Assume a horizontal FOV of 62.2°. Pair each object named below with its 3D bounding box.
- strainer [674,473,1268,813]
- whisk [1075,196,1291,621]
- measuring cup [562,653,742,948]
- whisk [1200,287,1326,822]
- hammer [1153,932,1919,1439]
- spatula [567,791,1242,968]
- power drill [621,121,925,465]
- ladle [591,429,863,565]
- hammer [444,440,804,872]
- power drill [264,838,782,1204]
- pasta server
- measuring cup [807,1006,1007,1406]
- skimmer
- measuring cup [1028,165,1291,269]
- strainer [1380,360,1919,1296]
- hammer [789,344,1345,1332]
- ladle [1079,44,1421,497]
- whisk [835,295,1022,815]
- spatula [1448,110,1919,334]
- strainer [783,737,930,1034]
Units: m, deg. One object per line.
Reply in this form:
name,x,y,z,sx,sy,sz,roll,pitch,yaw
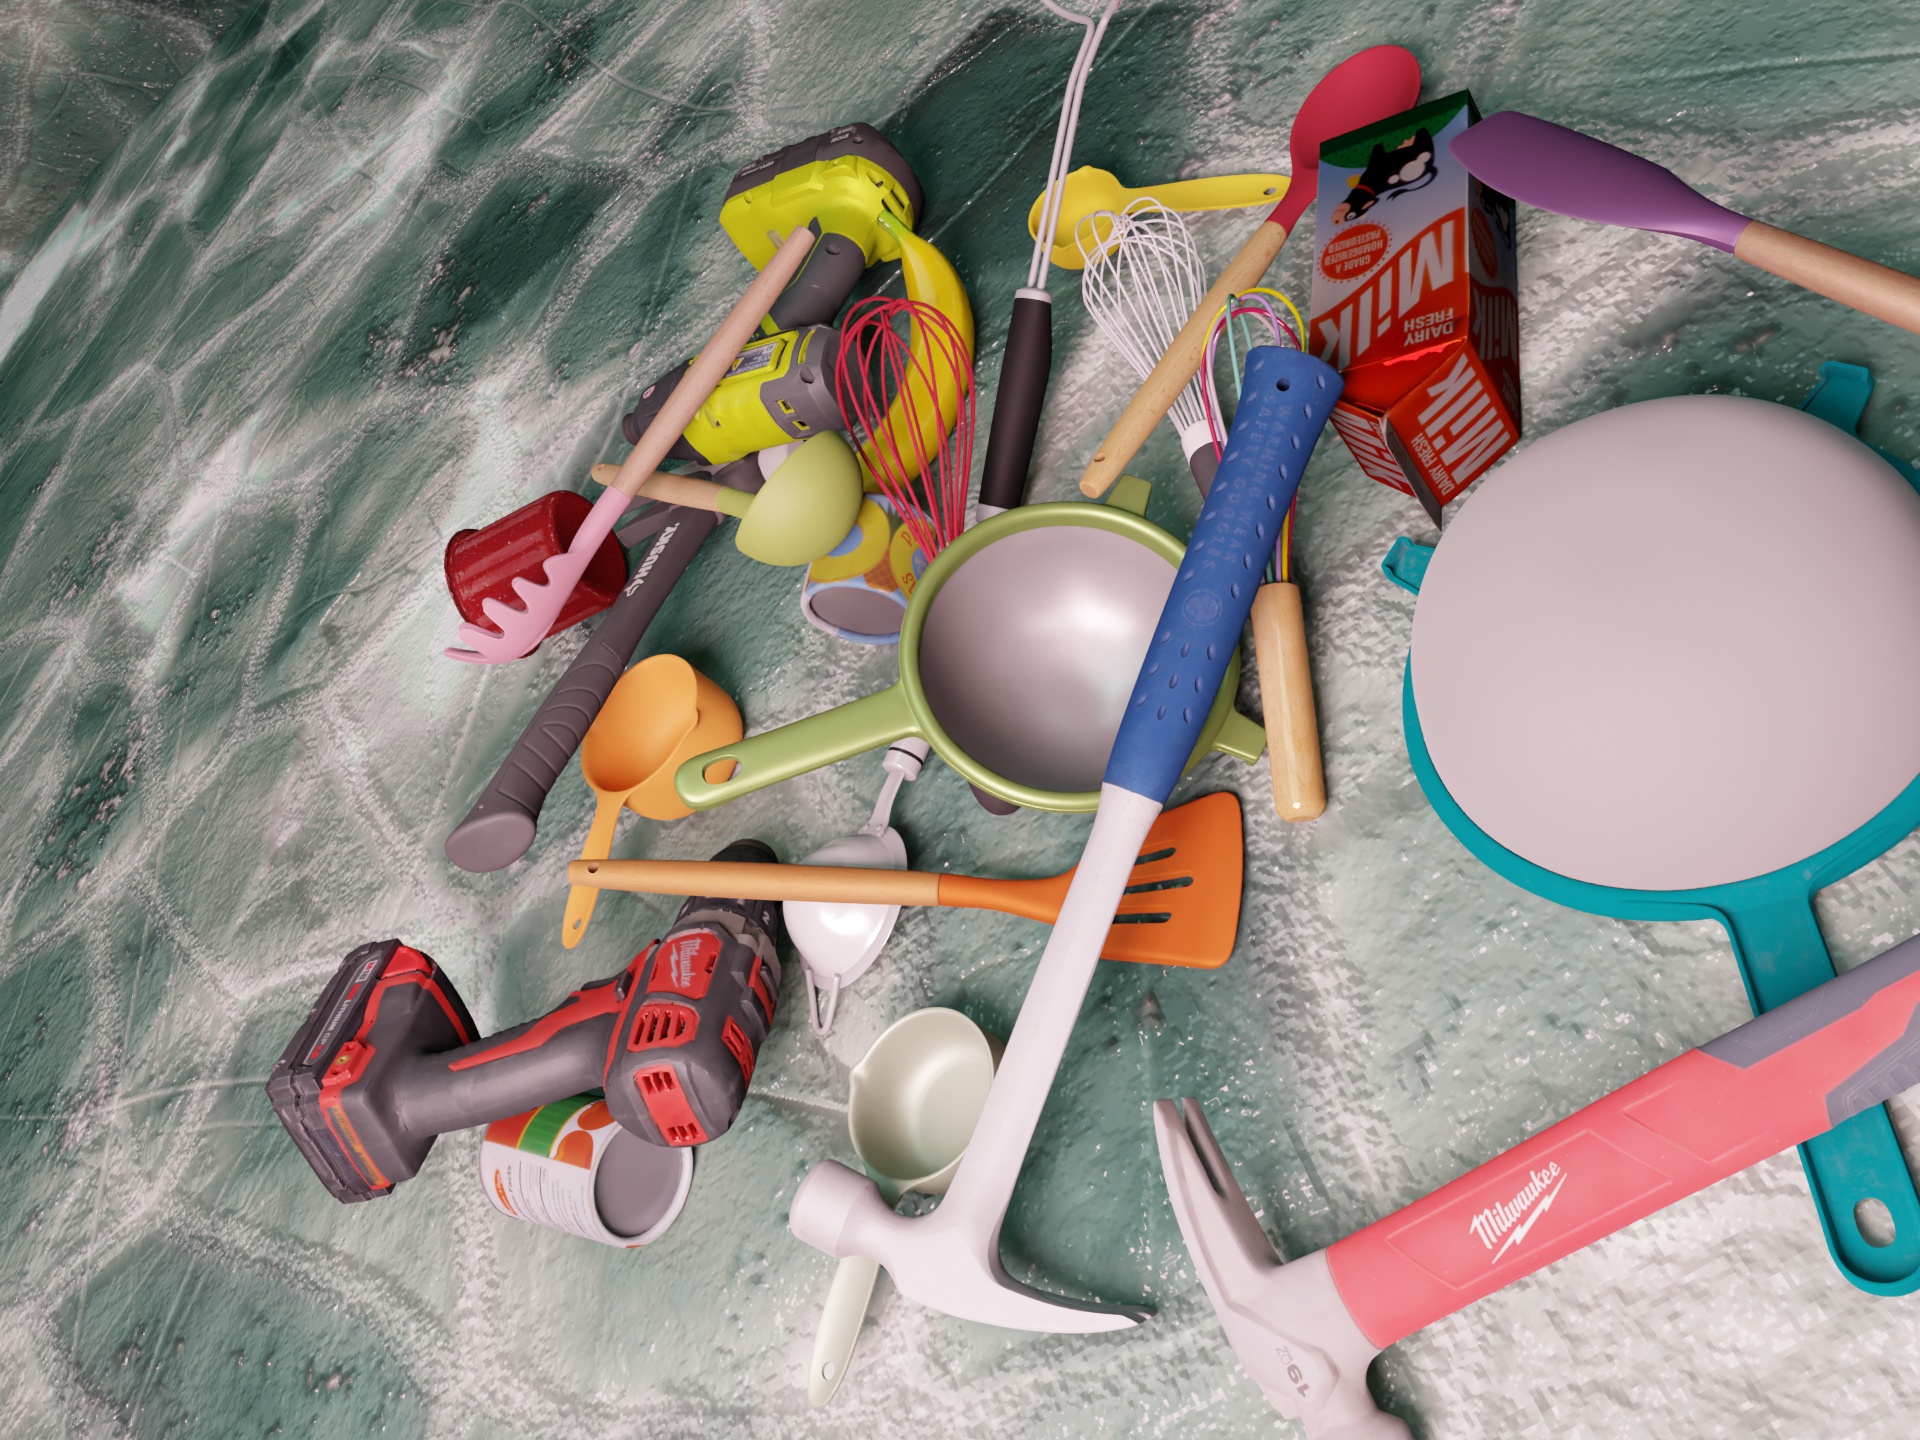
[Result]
strainer,-0.001,-0.002,0.720,0.256,0.069,0.152,-20,68,-6
whisk,0.114,-0.159,0.788,0.070,0.070,0.285,-29,54,22
measuring cup,-0.175,0.051,0.886,0.095,0.052,0.174,-3,64,38
whisk,0.136,-0.078,0.687,0.047,0.051,0.245,-6,75,10
hammer,0.230,0.094,0.472,0.386,0.038,0.143,-39,61,26
spatula,-0.034,0.072,0.723,0.322,0.041,0.081,1,62,14
power drill,-0.117,-0.259,0.994,0.171,0.080,0.223,-6,53,33
ladle,-0.152,-0.137,0.904,0.078,0.062,0.320,-48,34,-15
hammer,-0.200,-0.045,0.904,0.146,0.035,0.335,-11,38,30
power drill,-0.193,0.136,0.772,0.226,0.080,0.188,-13,28,12
pasta server,-0.183,-0.156,0.902,0.316,0.040,0.060,-55,18,-4
measuring cup,-0.023,0.206,0.673,0.083,0.038,0.168,6,69,41
skimmer,0.022,-0.284,0.811,0.127,0.090,0.363,-150,69,-65
measuring cup,0.114,-0.283,0.891,0.156,0.029,0.062,4,65,27
strainer,0.249,0.011,0.536,0.211,0.095,0.341,-22,50,27
hammer,0.071,0.042,0.635,0.144,0.035,0.405,19,83,21
ladle,0.142,-0.223,0.778,0.069,0.031,0.315,12,58,44
whisk,-0.009,-0.092,0.801,0.073,0.073,0.296,-23,68,26
spatula,0.322,-0.174,0.606,0.060,0.018,0.316,-35,53,-22
strainer,-0.035,0.028,0.797,0.087,0.050,0.258,-4,57,54
